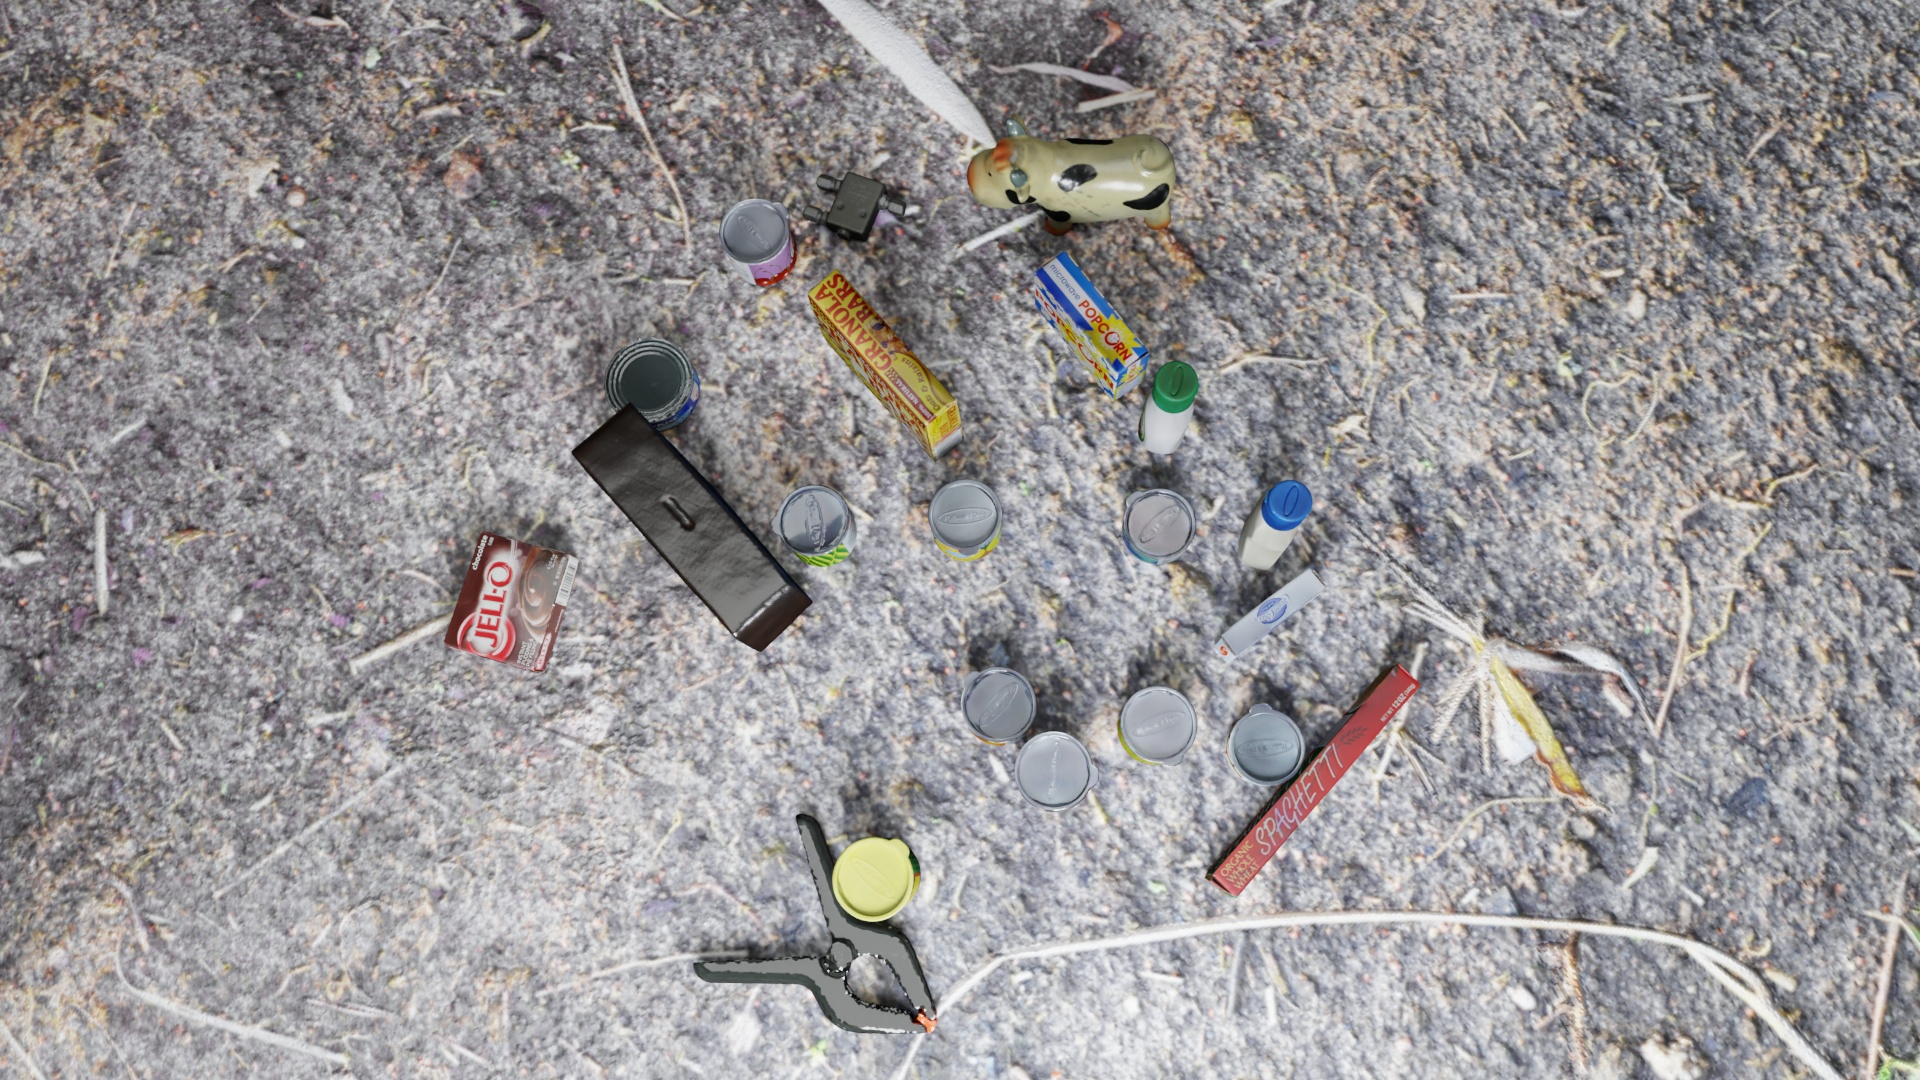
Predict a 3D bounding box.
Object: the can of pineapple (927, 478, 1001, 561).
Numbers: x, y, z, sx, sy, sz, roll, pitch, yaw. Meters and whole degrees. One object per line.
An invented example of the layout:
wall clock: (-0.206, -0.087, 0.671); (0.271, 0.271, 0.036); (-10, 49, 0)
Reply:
can of pineapple: (0.005, -0.016, 1.265); (0.071, 0.057, 0.071); (-1, 78, 3)

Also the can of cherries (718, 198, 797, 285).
can of cherries: (-0.191, -0.286, 1.333); (0.071, 0.058, 0.071); (-1, 78, 3)

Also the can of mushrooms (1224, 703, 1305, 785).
can of mushrooms: (0.267, 0.180, 1.222); (0.071, 0.033, 0.071); (-1, 78, 3)

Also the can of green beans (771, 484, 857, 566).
can of green beans: (-0.130, -0.013, 1.270); (0.071, 0.057, 0.071); (-1, 78, 3)

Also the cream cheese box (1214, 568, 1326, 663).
cream cheese box: (0.274, 0.067, 1.236); (0.104, 0.053, 0.024); (-36, 79, -5)

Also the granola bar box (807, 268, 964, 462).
granola bar box: (-0.067, -0.156, 1.265); (0.039, 0.124, 0.166); (-40, 79, -6)

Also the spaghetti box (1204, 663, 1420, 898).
spaghetti box: (0.304, 0.209, 1.205); (0.029, 0.050, 0.250); (42, 82, 10)

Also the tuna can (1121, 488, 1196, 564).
tuna can: (0.179, -0.014, 1.269); (0.071, 0.032, 0.071); (-1, 78, 3)

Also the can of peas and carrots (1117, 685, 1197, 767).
can of peas and carrots: (0.173, 0.165, 1.217); (0.071, 0.058, 0.071); (-1, 78, 3)

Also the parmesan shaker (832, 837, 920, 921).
parmesan shaker: (-0.067, 0.284, 1.179); (0.071, 0.103, 0.071); (-1, 78, 3)

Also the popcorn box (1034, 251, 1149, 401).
popcorn box: (0.119, -0.197, 1.286); (0.038, 0.085, 0.127); (-36, 79, -5)

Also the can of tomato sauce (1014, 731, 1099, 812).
can of tomato sauce: (0.082, 0.201, 1.200); (0.071, 0.083, 0.071); (-1, 78, 3)

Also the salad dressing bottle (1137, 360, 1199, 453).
salad dressing bottle: (0.185, -0.119, 1.234); (0.044, 0.147, 0.064); (15, 79, 6)

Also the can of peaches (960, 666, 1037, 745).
can of peaches: (0.033, 0.146, 1.228); (0.071, 0.058, 0.071); (-1, 78, 3)

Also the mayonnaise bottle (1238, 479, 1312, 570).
mayonnaise bottle: (0.274, -0.017, 1.207); (0.041, 0.148, 0.065); (19, 80, 7)
